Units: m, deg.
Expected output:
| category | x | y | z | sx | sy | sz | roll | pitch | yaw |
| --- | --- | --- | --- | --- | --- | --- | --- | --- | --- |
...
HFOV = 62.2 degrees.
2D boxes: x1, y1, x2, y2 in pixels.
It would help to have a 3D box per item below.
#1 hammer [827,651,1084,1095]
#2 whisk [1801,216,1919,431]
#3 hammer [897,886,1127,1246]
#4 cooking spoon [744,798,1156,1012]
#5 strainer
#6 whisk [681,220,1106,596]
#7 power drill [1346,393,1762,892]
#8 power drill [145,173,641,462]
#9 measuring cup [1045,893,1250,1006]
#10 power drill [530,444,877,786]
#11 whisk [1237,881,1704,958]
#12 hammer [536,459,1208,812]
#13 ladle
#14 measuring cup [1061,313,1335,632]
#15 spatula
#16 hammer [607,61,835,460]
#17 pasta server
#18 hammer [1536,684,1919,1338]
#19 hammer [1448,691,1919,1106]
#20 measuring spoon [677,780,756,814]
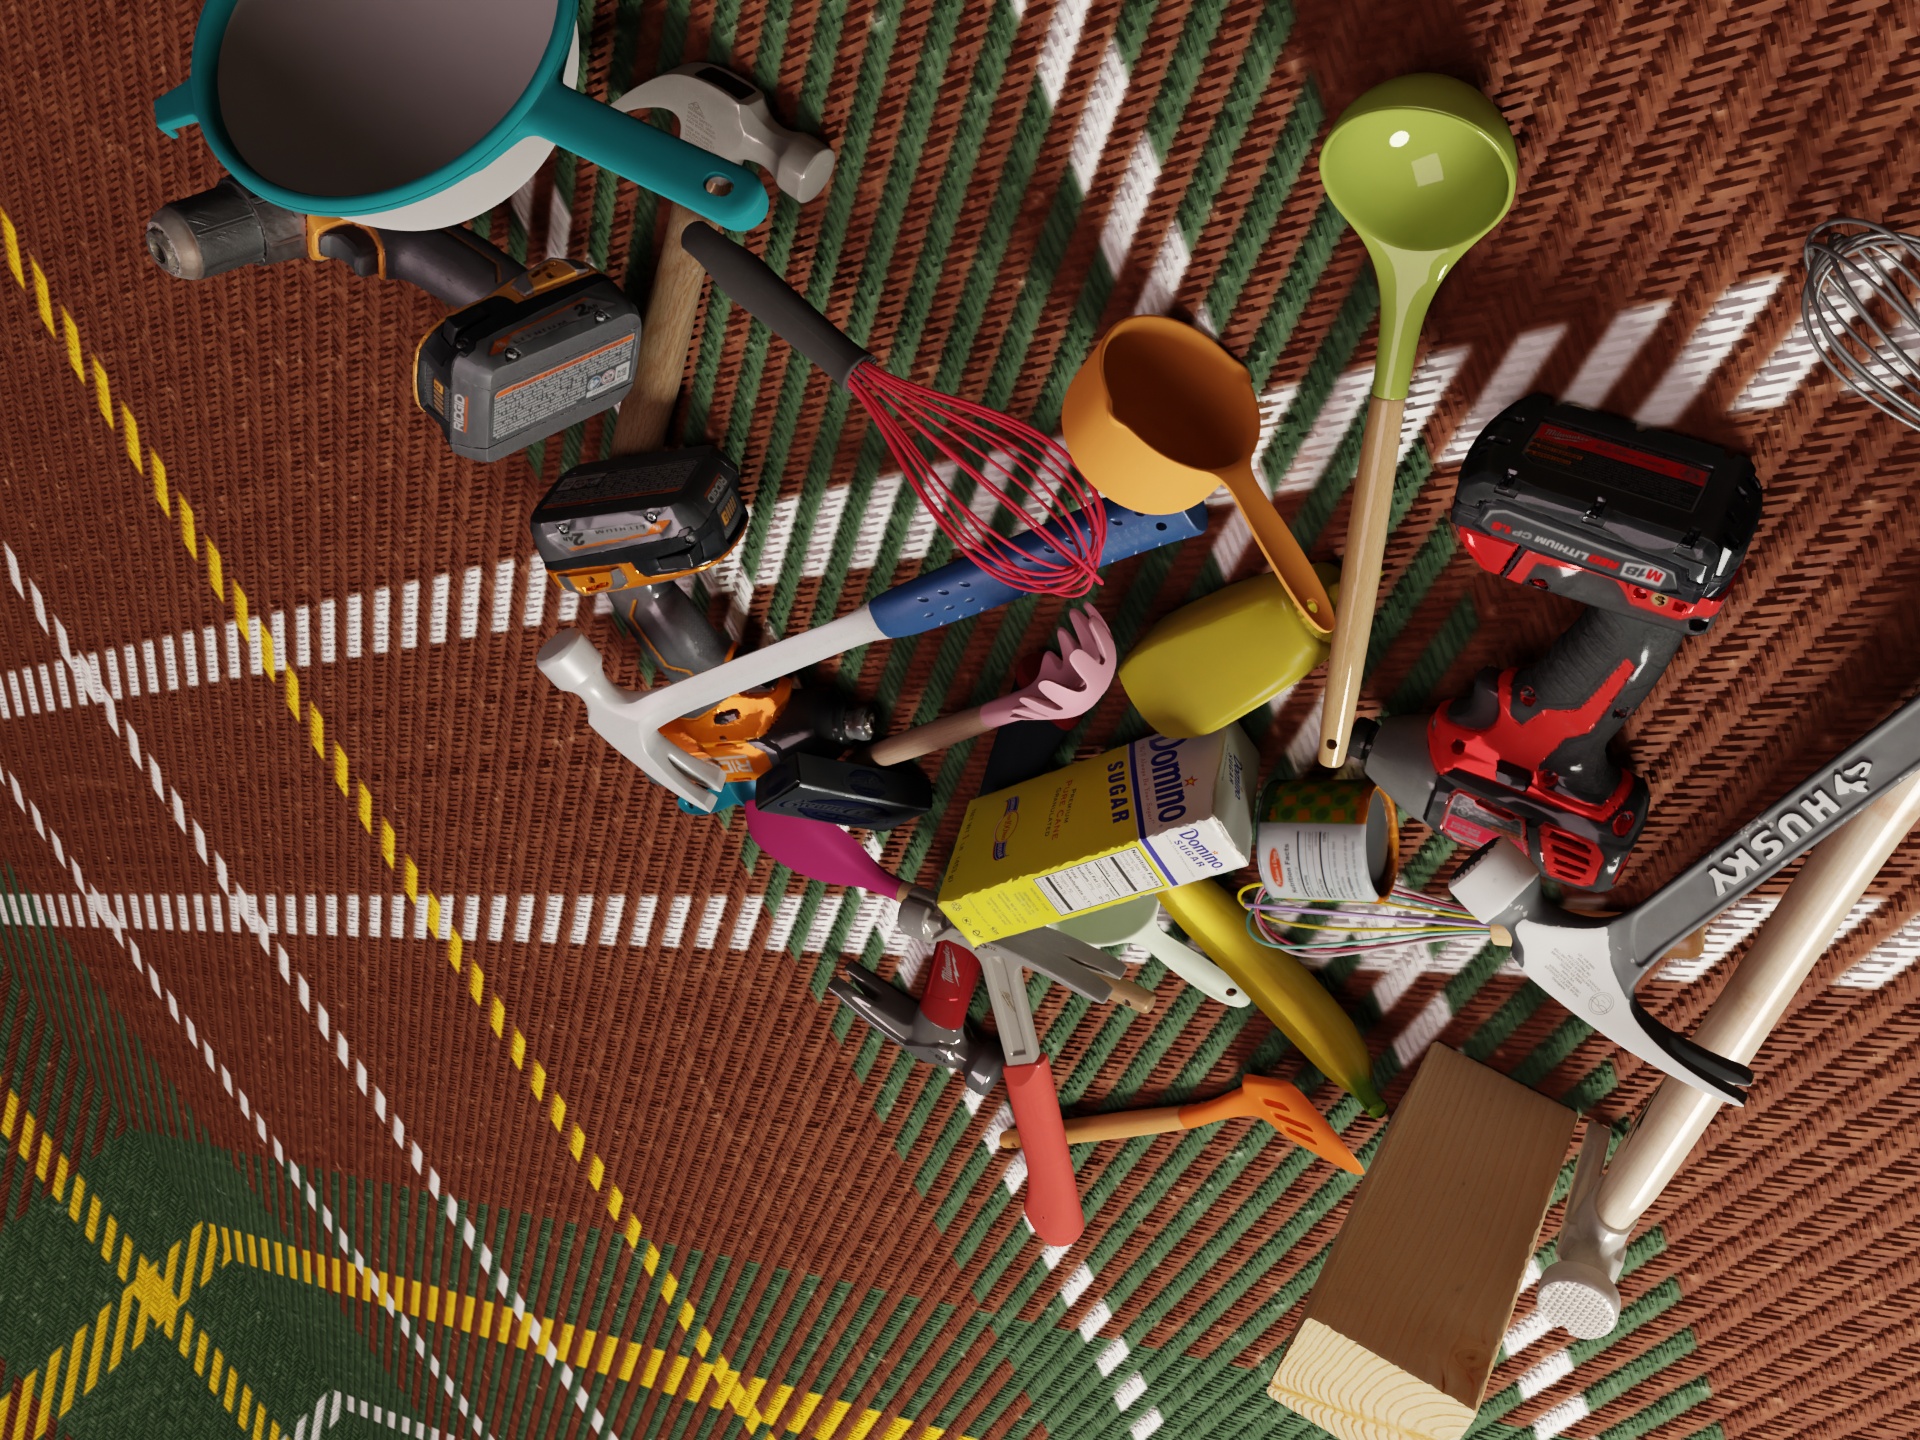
| category | x | y | z | sx | sy | sz | roll | pitch | yaw |
| --- | --- | --- | --- | --- | --- | --- | --- | --- | --- |
| hammer | 0.000 | 0.098 | 1.043 | 0.143 | 0.038 | 0.386 | 31 | 136 | 16 |
| whisk | 0.396 | -0.095 | 0.589 | 0.239 | 0.055 | 0.055 | 44 | 138 | -6 |
| hammer | 0.056 | 0.253 | 1.065 | 0.149 | 0.037 | 0.358 | 18 | 141 | 29 |
| cooking spoon | -0.017 | 0.120 | 1.031 | 0.319 | 0.017 | 0.068 | 21 | 136 | 27 |
| strainer | -0.230 | -0.309 | 0.821 | 0.340 | 0.211 | 0.095 | 29 | 173 | 16 |
| whisk | -0.037 | -0.163 | 0.796 | 0.296 | 0.073 | 0.073 | 42 | 138 | 16 |
| power drill | 0.260 | -0.027 | 0.725 | 0.143 | 0.078 | 0.219 | 23 | 136 | 22 |
| power drill | -0.313 | -0.244 | 0.882 | 0.226 | 0.185 | 0.084 | 43 | 143 | 15 |
| measuring cup | 0.117 | 0.122 | 0.978 | 0.167 | 0.038 | 0.083 | 37 | 117 | -19 |
| power drill | -0.154 | -0.055 | 0.996 | 0.164 | 0.084 | 0.226 | -4 | 128 | 20 |
| whisk | 0.262 | 0.107 | 0.849 | 0.245 | 0.051 | 0.047 | 0 | 118 | 33 |
| hammer | -0.050 | -0.050 | 0.895 | 0.405 | 0.035 | 0.144 | -19 | 126 | 29 |
| ladle | 0.181 | -0.113 | 0.697 | 0.078 | 0.062 | 0.320 | 15 | 122 | 22 |
| measuring cup | 0.113 | -0.105 | 0.744 | 0.174 | 0.095 | 0.052 | 59 | 144 | 8 |
| spatula | 0.132 | 0.279 | 1.082 | 0.322 | 0.041 | 0.081 | -23 | 112 | 46 |
| hammer | -0.174 | -0.226 | 0.926 | 0.130 | 0.031 | 0.331 | 37 | 137 | 7 |
| pasta server | -0.001 | -0.003 | 0.924 | 0.040 | 0.060 | 0.316 | 38 | 154 | -17 |
| hammer | 0.376 | 0.110 | 0.736 | 0.038 | 0.146 | 0.410 | 26 | 125 | 17 |
| hammer | 0.377 | -0.001 | 0.597 | 0.149 | 0.036 | 0.408 | 47 | 126 | 11 |
| measuring spoon | -0.169 | 0.050 | 1.154 | 0.128 | 0.021 | 0.042 | -14 | 114 | 53 |
